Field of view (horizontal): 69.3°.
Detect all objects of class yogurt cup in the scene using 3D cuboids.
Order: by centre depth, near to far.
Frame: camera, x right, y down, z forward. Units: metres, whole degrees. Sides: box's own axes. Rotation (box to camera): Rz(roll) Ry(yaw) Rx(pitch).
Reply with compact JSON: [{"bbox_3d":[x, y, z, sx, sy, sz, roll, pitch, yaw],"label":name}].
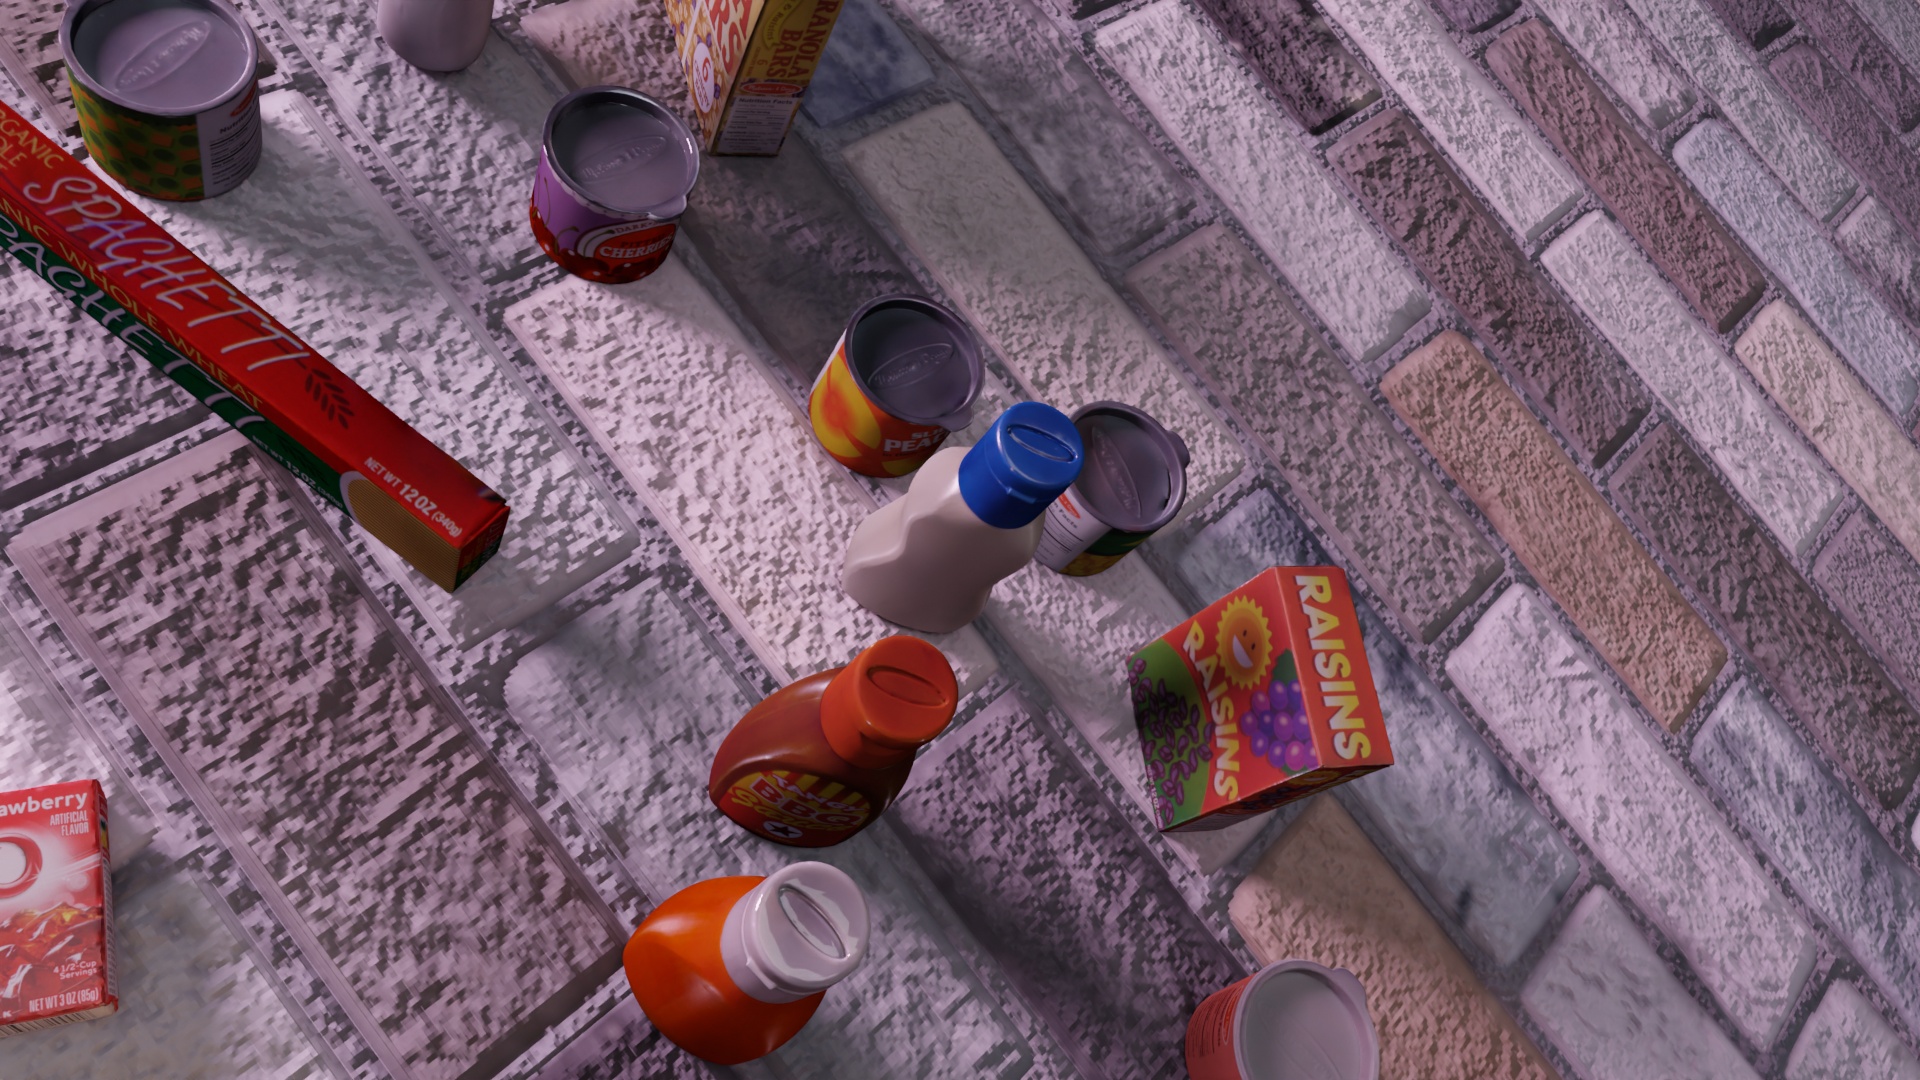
[{"bbox_3d":[0.130,0.212,0.575,0.072,0.053,0.072,10,63,-20],"label":"yogurt cup"}]

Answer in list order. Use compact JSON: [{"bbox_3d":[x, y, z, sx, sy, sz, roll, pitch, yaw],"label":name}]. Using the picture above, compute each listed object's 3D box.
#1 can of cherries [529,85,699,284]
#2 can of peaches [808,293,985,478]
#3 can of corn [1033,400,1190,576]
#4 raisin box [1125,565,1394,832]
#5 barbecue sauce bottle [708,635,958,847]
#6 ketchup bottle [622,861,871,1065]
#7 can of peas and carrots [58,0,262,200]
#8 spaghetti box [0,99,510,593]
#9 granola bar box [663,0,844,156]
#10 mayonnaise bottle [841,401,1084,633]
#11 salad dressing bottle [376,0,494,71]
[{"bbox_3d":[-0.153,-0.154,0.615,0.071,0.058,0.072,10,63,-20],"label":"can of cherries"},{"bbox_3d":[-0.029,-0.067,0.631,0.071,0.057,0.071,10,63,-20],"label":"can of peaches"},{"bbox_3d":[0.065,-0.024,0.653,0.071,0.058,0.071,10,63,-20],"label":"can of corn"},{"bbox_3d":[0.124,0.071,0.597,0.040,0.123,0.086,2,66,-24],"label":"raisin box"},{"bbox_3d":[-0.045,0.074,0.504,0.065,0.148,0.044,23,60,-14],"label":"barbecue sauce bottle"},{"bbox_3d":[-0.071,0.139,0.461,0.065,0.148,0.044,46,57,1],"label":"ketchup bottle"},{"bbox_3d":[-0.317,-0.179,0.552,0.071,0.058,0.071,10,63,-20],"label":"can of peas and carrots"},{"bbox_3d":[-0.280,-0.073,0.524,0.250,0.050,0.029,39,57,-4],"label":"spaghetti box"},{"bbox_3d":[-0.108,-0.287,0.658,0.039,0.123,0.166,-9,71,-28],"label":"granola bar box"},{"bbox_3d":[0.002,-0.007,0.563,0.065,0.147,0.041,22,60,-14],"label":"mayonnaise bottle"},{"bbox_3d":[-0.217,-0.262,0.583,0.044,0.147,0.064,28,59,-11],"label":"salad dressing bottle"}]
